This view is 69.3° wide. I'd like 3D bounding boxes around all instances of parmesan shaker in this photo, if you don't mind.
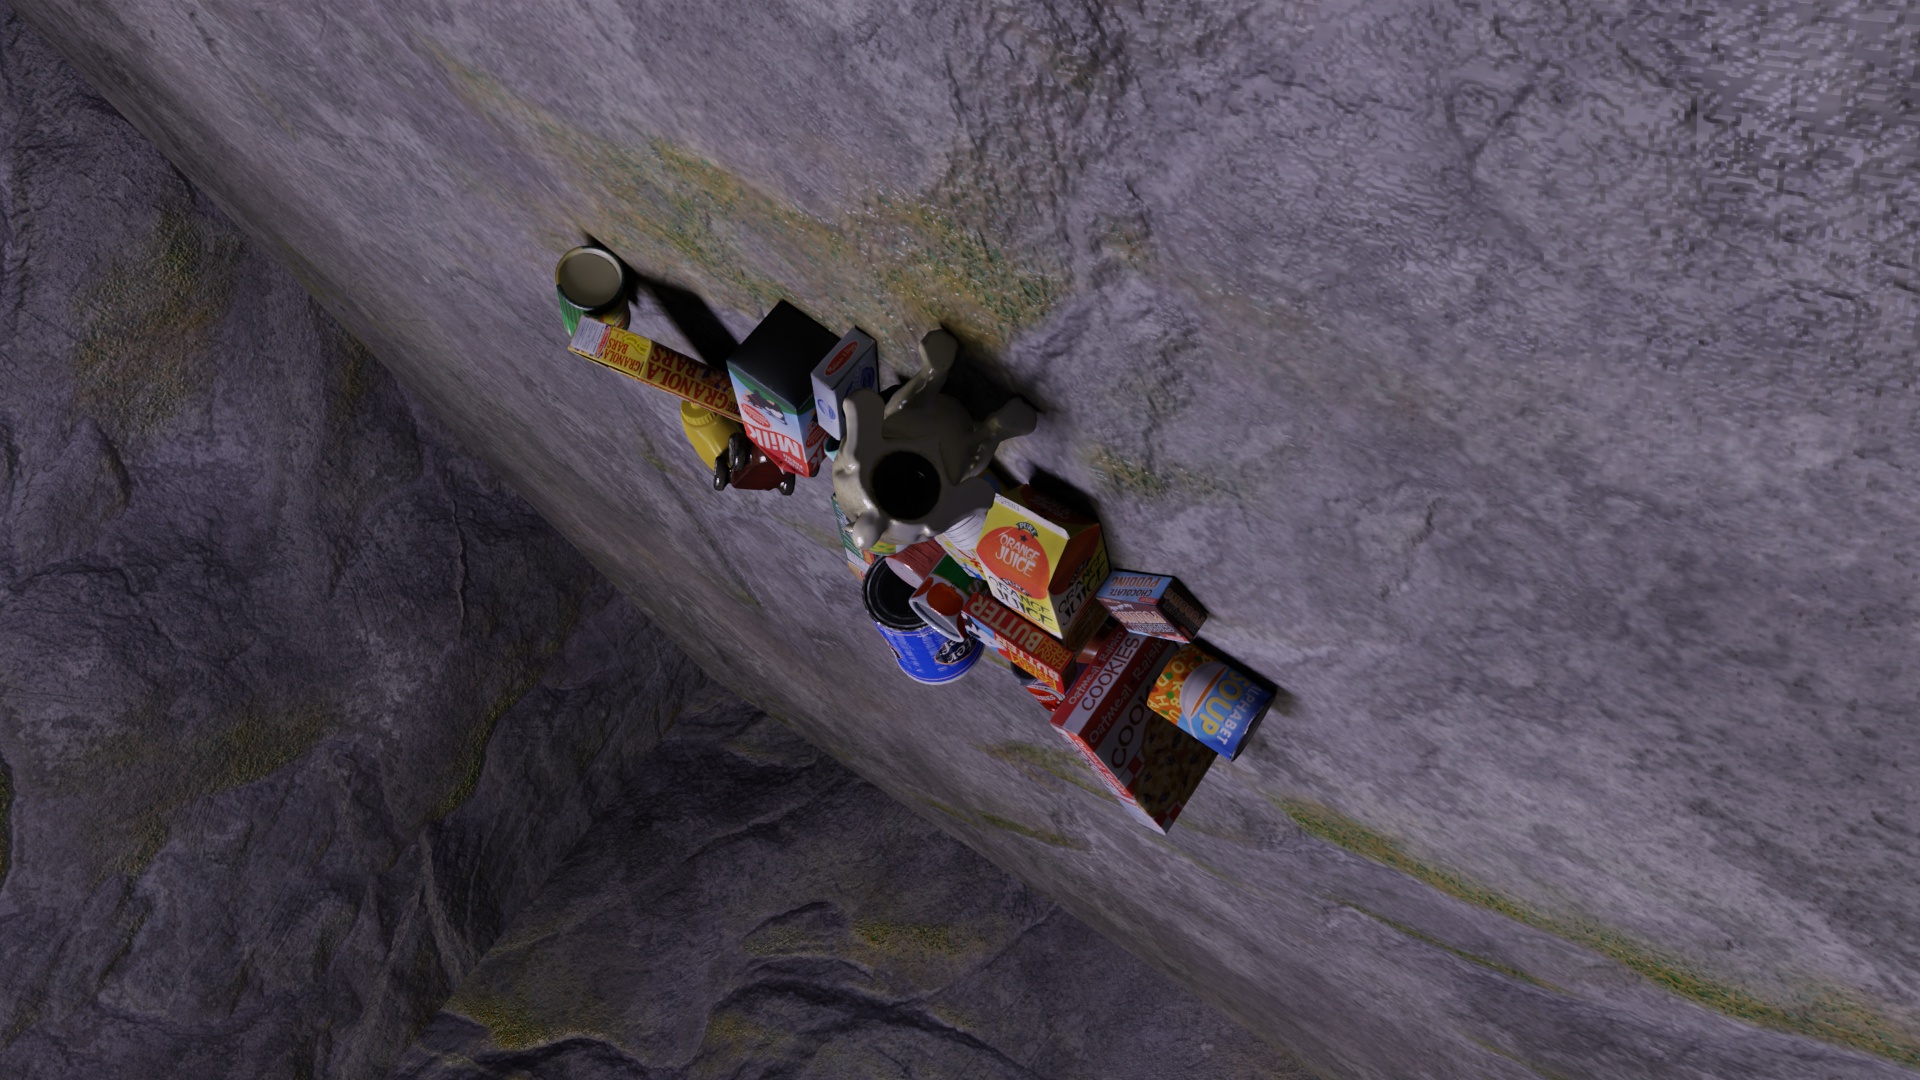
[{"bbox_3d":[-0.356,-0.232,1.343,0.071,0.071,0.103,38,164,-2],"label":"parmesan shaker"}]

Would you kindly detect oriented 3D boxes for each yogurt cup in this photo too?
[{"bbox_3d":[-0.037,0.014,1.366,0.072,0.054,0.072,34,163,12],"label":"yogurt cup"}]

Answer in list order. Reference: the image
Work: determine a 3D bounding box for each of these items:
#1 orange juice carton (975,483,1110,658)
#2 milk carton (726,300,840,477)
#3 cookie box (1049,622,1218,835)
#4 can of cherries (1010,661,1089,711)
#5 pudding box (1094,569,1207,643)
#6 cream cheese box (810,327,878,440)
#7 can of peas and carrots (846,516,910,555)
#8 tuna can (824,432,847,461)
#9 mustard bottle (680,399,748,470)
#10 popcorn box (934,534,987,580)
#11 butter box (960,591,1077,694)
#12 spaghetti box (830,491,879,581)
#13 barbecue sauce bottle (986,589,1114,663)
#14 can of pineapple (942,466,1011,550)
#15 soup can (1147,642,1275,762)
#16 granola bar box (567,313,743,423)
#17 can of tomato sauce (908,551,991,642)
[{"bbox_3d":[0.070,0.022,1.124,0.072,0.073,0.192,30,162,25],"label":"orange juice carton"},{"bbox_3d":[-0.140,-0.118,1.192,0.073,0.072,0.190,35,164,10],"label":"milk carton"},{"bbox_3d":[0.162,0.160,1.215,0.040,0.123,0.167,17,154,50],"label":"cookie box"},{"bbox_3d":[0.091,0.130,1.381,0.071,0.072,0.058,18,154,50],"label":"can of cherries"},{"bbox_3d":[0.152,0.052,1.108,0.049,0.030,0.083,44,163,-24],"label":"pudding box"},{"bbox_3d":[-0.091,-0.123,1.105,0.024,0.053,0.103,37,164,10],"label":"cream cheese box"},{"bbox_3d":[-0.073,-0.026,1.309,0.071,0.071,0.058,36,163,8],"label":"can of peas and carrots"},{"bbox_3d":[-0.080,-0.084,1.160,0.032,0.071,0.071,46,162,-24],"label":"tuna can"},{"bbox_3d":[-0.267,-0.121,1.502,0.065,0.049,0.159,31,162,23],"label":"mustard bottle"},{"bbox_3d":[0.004,-0.015,1.225,0.126,0.038,0.085,47,161,-28],"label":"popcorn box"},{"bbox_3d":[0.050,0.086,1.158,0.103,0.024,0.053,32,163,20],"label":"butter box"},{"bbox_3d":[-0.104,0.000,1.520,0.050,0.029,0.249,35,164,12],"label":"spaghetti box"},{"bbox_3d":[0.095,0.079,1.256,0.149,0.065,0.043,26,133,10],"label":"barbecue sauce bottle"},{"bbox_3d":[0.002,-0.036,1.129,0.057,0.071,0.071,45,163,-22],"label":"can of pineapple"},{"bbox_3d":[0.206,0.131,1.143,0.084,0.071,0.071,33,163,18],"label":"soup can"},{"bbox_3d":[-0.268,-0.157,1.315,0.124,0.039,0.165,23,-179,41],"label":"granola bar box"},{"bbox_3d":[0.003,0.045,1.315,0.071,0.083,0.071,35,164,12],"label":"can of tomato sauce"}]
